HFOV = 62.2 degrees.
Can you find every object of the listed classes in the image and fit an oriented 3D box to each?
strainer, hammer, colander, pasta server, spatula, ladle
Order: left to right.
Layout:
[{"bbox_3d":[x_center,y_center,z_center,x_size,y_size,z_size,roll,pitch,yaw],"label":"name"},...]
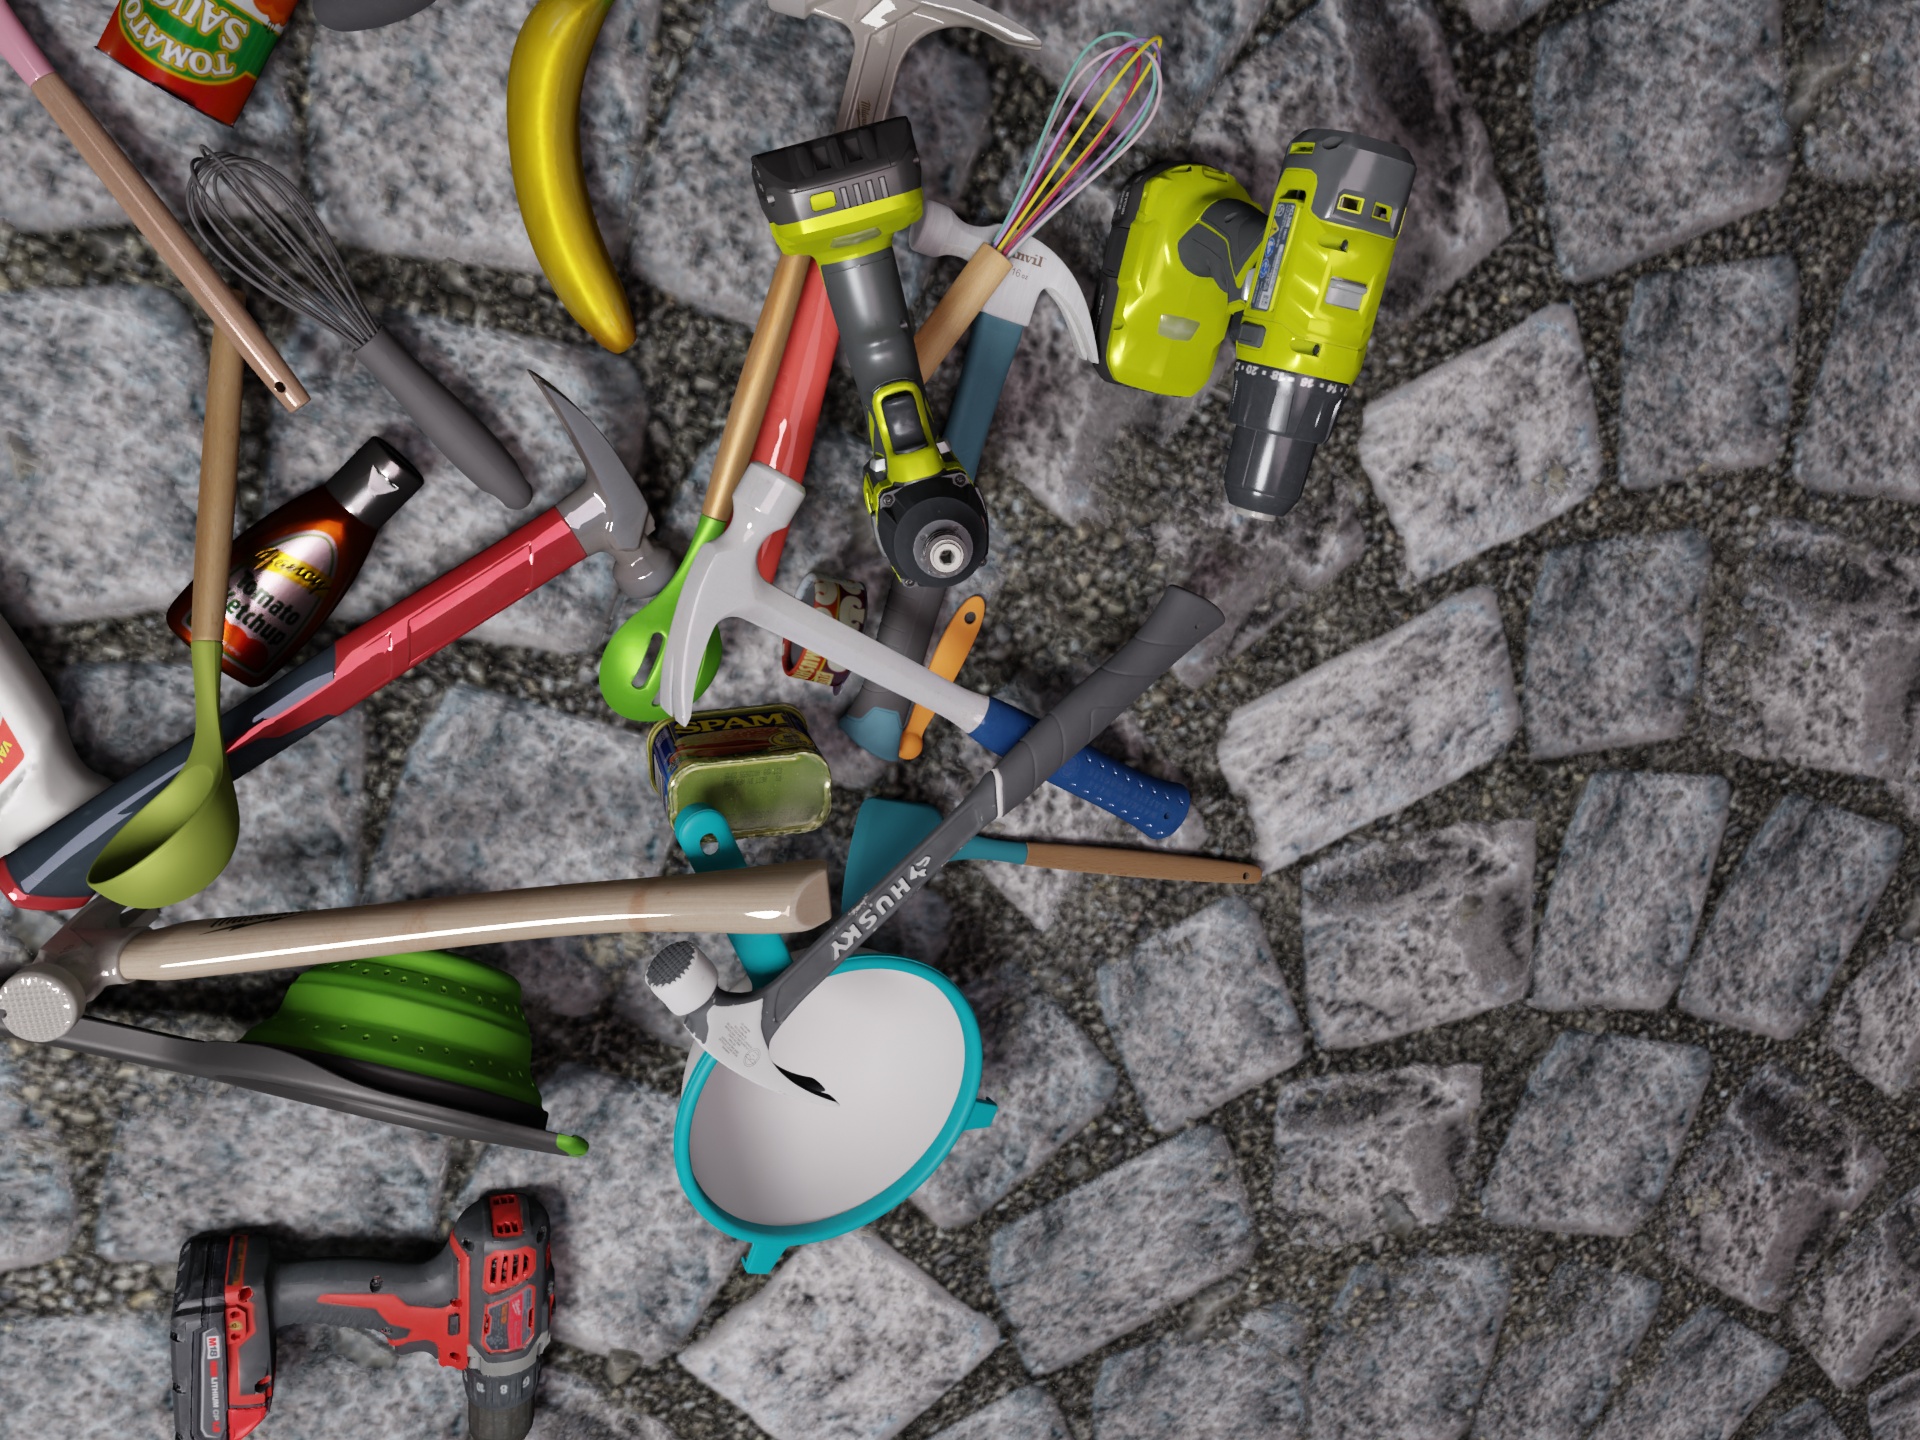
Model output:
[{"bbox_3d":[-0.425,-0.283,0.765,0.060,0.040,0.316,-30,111,12],"label":"pasta server"},{"bbox_3d":[-0.387,-0.067,0.795,0.062,0.078,0.320,10,77,-49],"label":"ladle"},{"bbox_3d":[-0.399,0.163,0.914,0.397,0.204,0.094,14,70,-6],"label":"colander"},{"bbox_3d":[-0.344,-0.033,0.852,0.386,0.038,0.143,-35,130,-11],"label":"hammer"},{"bbox_3d":[-0.276,0.105,0.859,0.410,0.146,0.038,-5,108,-3],"label":"hammer"},{"bbox_3d":[-0.116,0.174,0.997,0.211,0.095,0.340,-30,123,-16],"label":"strainer"},{"bbox_3d":[-0.073,-0.229,0.898,0.149,0.037,0.359,16,107,-2],"label":"hammer"},{"bbox_3d":[-0.011,-0.133,0.970,0.128,0.033,0.331,12,105,-20],"label":"hammer"},{"bbox_3d":[-0.002,-0.003,0.962,0.405,0.035,0.144,27,94,-39],"label":"hammer"},{"bbox_3d":[0.010,0.061,0.950,0.409,0.036,0.149,-42,124,-12],"label":"hammer"},{"bbox_3d":[0.070,0.097,1.072,0.317,0.044,0.082,6,104,-21],"label":"spatula"}]

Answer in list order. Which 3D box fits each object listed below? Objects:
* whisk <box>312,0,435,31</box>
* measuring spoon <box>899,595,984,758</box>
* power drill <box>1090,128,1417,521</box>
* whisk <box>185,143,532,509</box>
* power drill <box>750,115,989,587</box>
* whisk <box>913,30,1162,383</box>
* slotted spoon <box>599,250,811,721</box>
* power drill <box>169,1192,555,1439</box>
[{"bbox_3d":[-0.191,-0.405,0.803,0.284,0.070,0.070,-22,114,-4],"label":"whisk"},{"bbox_3d":[-0.012,-0.026,1.018,0.021,0.011,0.117,22,101,-23],"label":"measuring spoon"},{"bbox_3d":[0.151,-0.222,0.881,0.080,0.229,0.190,7,106,-20],"label":"power drill"},{"bbox_3d":[-0.311,-0.201,0.841,0.055,0.055,0.238,-41,120,-1],"label":"whisk"},{"bbox_3d":[-0.037,-0.182,0.806,0.080,0.171,0.223,-16,111,-2],"label":"power drill"},{"bbox_3d":[0.033,-0.281,0.890,0.051,0.047,0.245,34,100,-25],"label":"whisk"},{"bbox_3d":[-0.132,-0.139,0.890,0.070,0.031,0.313,12,105,-34],"label":"slotted spoon"},{"bbox_3d":[-0.376,0.404,1.021,0.226,0.080,0.187,-1,109,-21],"label":"power drill"}]
